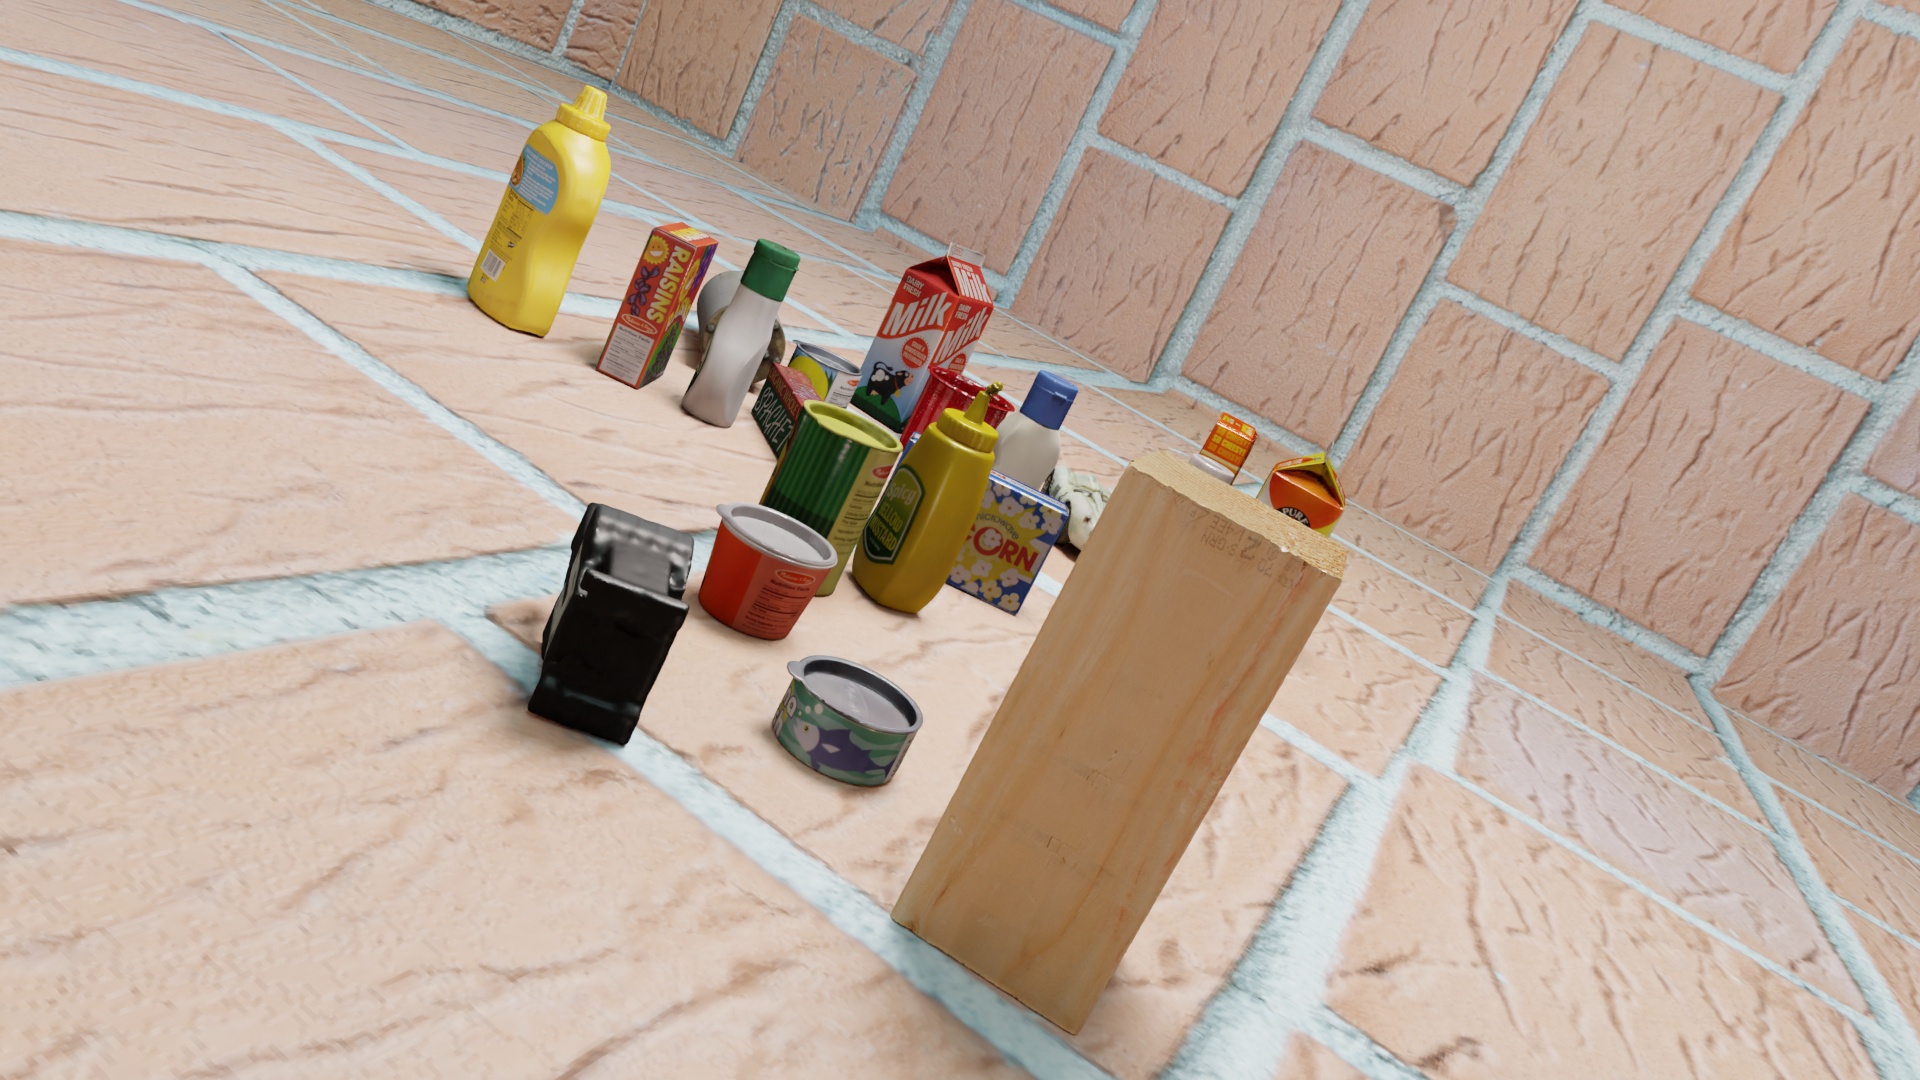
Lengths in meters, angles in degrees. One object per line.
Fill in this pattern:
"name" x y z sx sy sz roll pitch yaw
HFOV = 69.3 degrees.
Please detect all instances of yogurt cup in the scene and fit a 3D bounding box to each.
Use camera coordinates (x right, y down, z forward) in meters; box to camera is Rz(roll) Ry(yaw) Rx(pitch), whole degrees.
"yogurt cup" -0.108 0.018 0.762 0.072 0.053 0.072 25 14 -7

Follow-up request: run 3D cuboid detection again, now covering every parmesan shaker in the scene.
"parmesan shaker" -0.088 -0.026 0.850 0.071 0.102 0.071 25 14 -7

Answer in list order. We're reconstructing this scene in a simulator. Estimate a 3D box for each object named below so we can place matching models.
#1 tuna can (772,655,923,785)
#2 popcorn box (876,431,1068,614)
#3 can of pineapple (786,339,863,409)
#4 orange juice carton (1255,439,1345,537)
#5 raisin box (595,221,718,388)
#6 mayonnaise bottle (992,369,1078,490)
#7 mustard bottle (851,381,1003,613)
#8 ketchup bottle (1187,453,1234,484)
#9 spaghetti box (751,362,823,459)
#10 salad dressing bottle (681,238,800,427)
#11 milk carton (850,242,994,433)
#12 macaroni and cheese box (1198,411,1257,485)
"tuna can" -0.056 0.085 0.663 0.071 0.032 0.071 25 14 -7
"popcorn box" 0.004 -0.013 1.000 0.127 0.085 0.038 25 14 -6
"can of pineapple" -0.132 -0.142 1.266 0.071 0.057 0.071 25 14 -7
"orange juice carton" 0.287 -0.003 1.246 0.073 0.192 0.072 29 14 10
"raisin box" -0.241 -0.189 1.108 0.040 0.123 0.086 26 14 -4
"mayonnaise bottle" 0.048 -0.066 1.139 0.065 0.147 0.041 22 15 -20
"mustard bottle" -0.015 -0.033 0.890 0.049 0.159 0.065 16 18 -37
"ketchup bottle" 0.165 0.005 1.095 0.043 0.148 0.065 15 18 -40
"spaghetti box" -0.120 -0.078 1.083 0.029 0.050 0.251 20 16 -27
"salad dressing bottle" -0.171 -0.163 1.092 0.044 0.147 0.064 26 14 -2
"milk carton" -0.032 -0.206 1.396 0.073 0.190 0.072 34 15 25
"macaroni and cheese box" 0.218 -0.033 1.284 0.040 0.166 0.124 29 14 7
